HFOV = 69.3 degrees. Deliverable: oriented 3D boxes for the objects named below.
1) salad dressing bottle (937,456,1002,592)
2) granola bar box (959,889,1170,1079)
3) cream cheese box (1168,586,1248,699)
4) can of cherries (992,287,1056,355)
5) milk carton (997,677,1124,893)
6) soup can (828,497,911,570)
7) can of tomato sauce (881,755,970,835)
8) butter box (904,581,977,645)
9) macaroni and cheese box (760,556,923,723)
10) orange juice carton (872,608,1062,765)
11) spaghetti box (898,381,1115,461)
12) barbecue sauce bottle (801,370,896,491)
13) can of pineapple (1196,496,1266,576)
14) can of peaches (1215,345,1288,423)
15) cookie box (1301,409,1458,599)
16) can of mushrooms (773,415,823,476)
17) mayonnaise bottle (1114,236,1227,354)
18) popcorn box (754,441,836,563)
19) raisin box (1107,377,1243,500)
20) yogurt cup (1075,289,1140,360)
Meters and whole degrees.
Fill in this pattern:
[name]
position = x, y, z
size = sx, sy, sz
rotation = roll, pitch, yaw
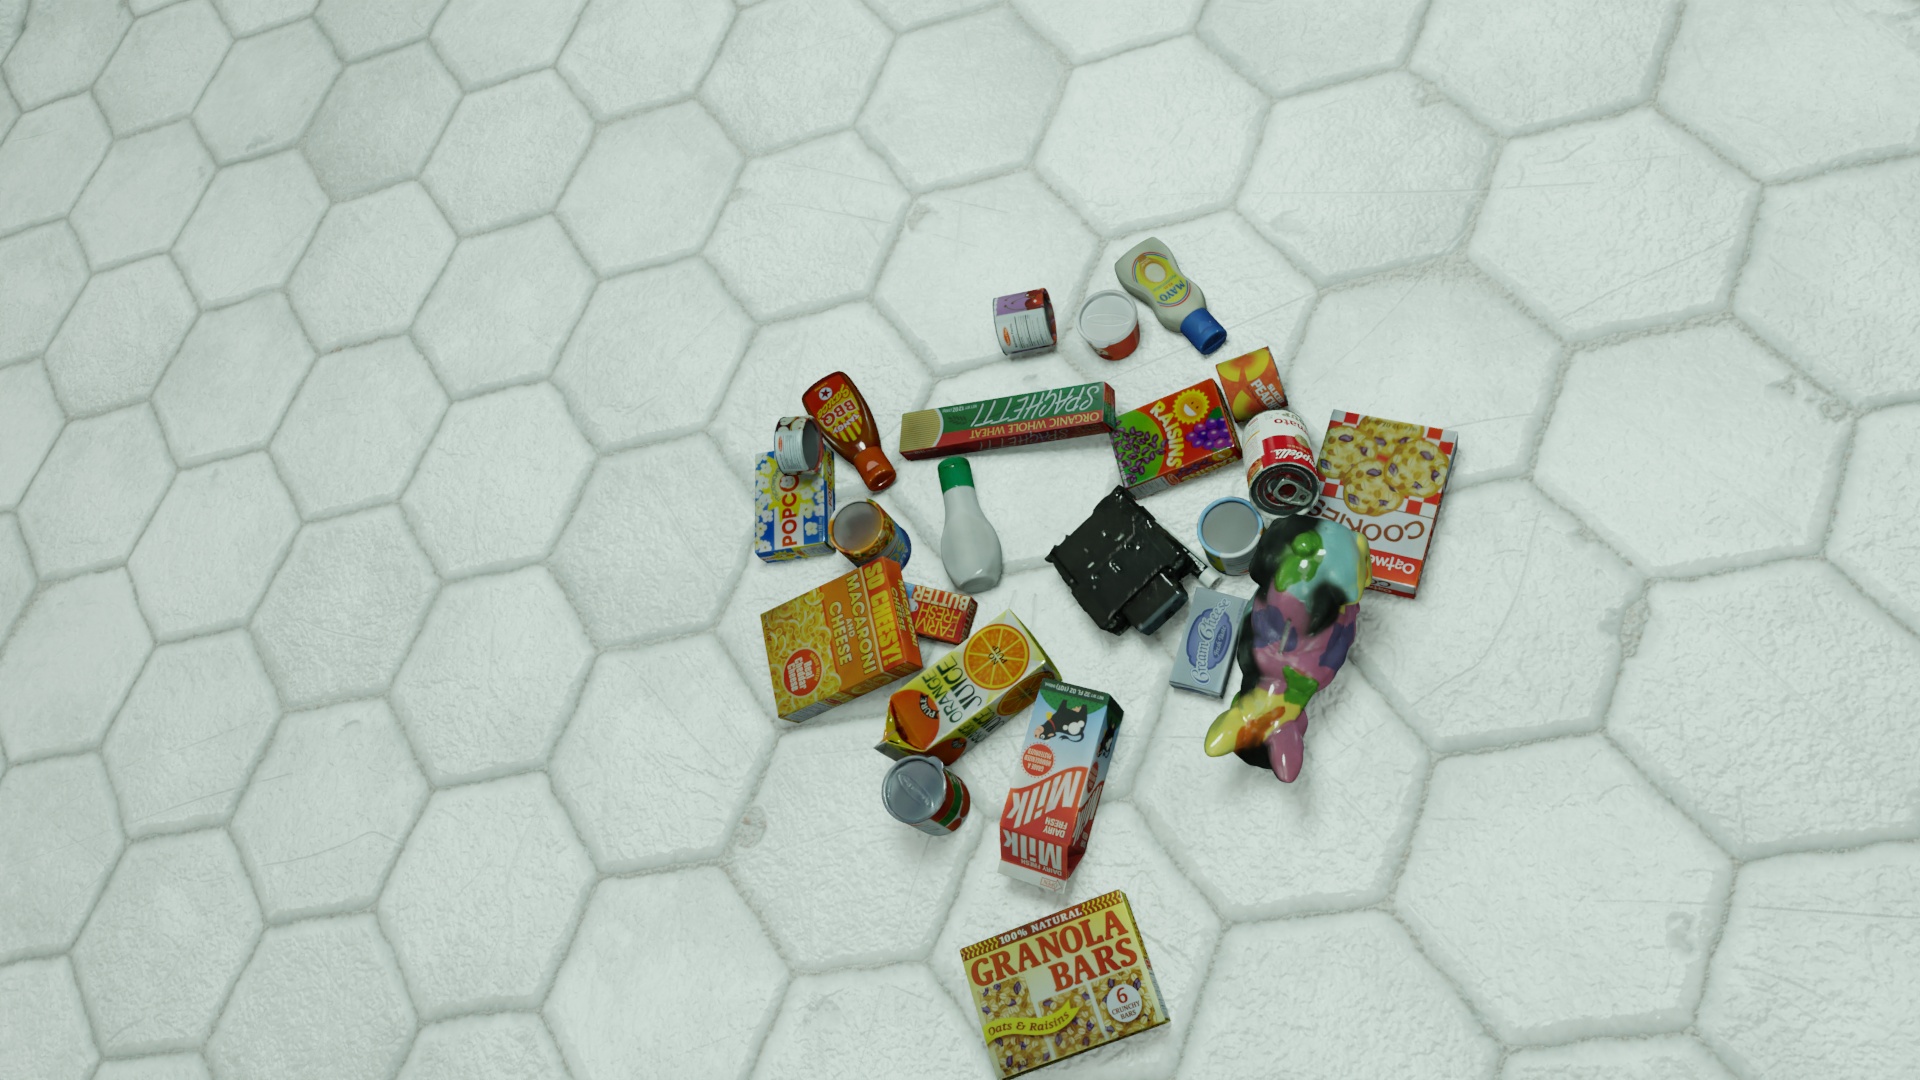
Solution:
[salad dressing bottle]
position = 0.005, -0.019, 1.492
size = 0.064, 0.044, 0.148
rotation = -18, 64, 14
[granola bar box]
position = 0.096, 0.414, 1.293
size = 0.165, 0.039, 0.124
rotation = -23, 65, 9
[cream cheese box]
position = 0.247, 0.101, 1.374
size = 0.053, 0.024, 0.104
rotation = 13, 74, 23
[can of cherries]
position = 0.072, -0.246, 1.547
size = 0.058, 0.071, 0.072
rotation = -10, 67, 15
[milk carton]
position = 0.094, 0.238, 1.344
size = 0.072, 0.073, 0.191
rotation = 12, 74, 22
[soup can]
position = -0.096, 0.000, 1.496
size = 0.071, 0.083, 0.071
rotation = -6, 68, 16
[can of tomato sauce]
position = -0.032, 0.252, 1.375
size = 0.071, 0.083, 0.071
rotation = -6, 68, 16
[butter box]
position = -0.037, 0.077, 1.479
size = 0.103, 0.024, 0.053
rotation = 12, 75, 22
[macaroni and cheese box]
position = -0.127, 0.106, 1.471
size = 0.166, 0.040, 0.124
rotation = -25, 63, 23
[orange juice carton]
position = 0.001, 0.162, 1.406
size = 0.192, 0.071, 0.073
rotation = -37, 62, 2
[spaghetti box]
position = 0.048, -0.128, 1.507
size = 0.250, 0.028, 0.050
rotation = -7, 68, 27
[barbecue sauce bottle]
position = -0.122, -0.121, 1.575
size = 0.065, 0.043, 0.149
rotation = -34, 63, 3
[can of pineapple]
position = 0.272, -0.006, 1.388
size = 0.071, 0.057, 0.071
rotation = -7, 68, 17
[can of peaches]
position = 0.301, -0.159, 1.433
size = 0.058, 0.071, 0.071
rotation = -19, 65, 12
[cookie box]
position = 0.406, -0.037, 1.366
size = 0.123, 0.040, 0.168
rotation = 14, 74, 23
[can of mushrooms]
position = -0.177, -0.105, 1.533
size = 0.033, 0.071, 0.071
rotation = -3, 69, 17
[mayonnaise bottle]
position = 0.232, -0.264, 1.513
size = 0.065, 0.041, 0.148
rotation = -36, 62, 1
[popcorn box]
position = -0.187, -0.043, 1.568
size = 0.085, 0.038, 0.127
rotation = -9, 67, 15
[raisin box]
position = 0.222, -0.105, 1.447
size = 0.123, 0.040, 0.086
rotation = -22, 63, 19
[yogurt cup]
position = 0.164, -0.232, 1.516
size = 0.072, 0.054, 0.072
rotation = -6, 68, 16
